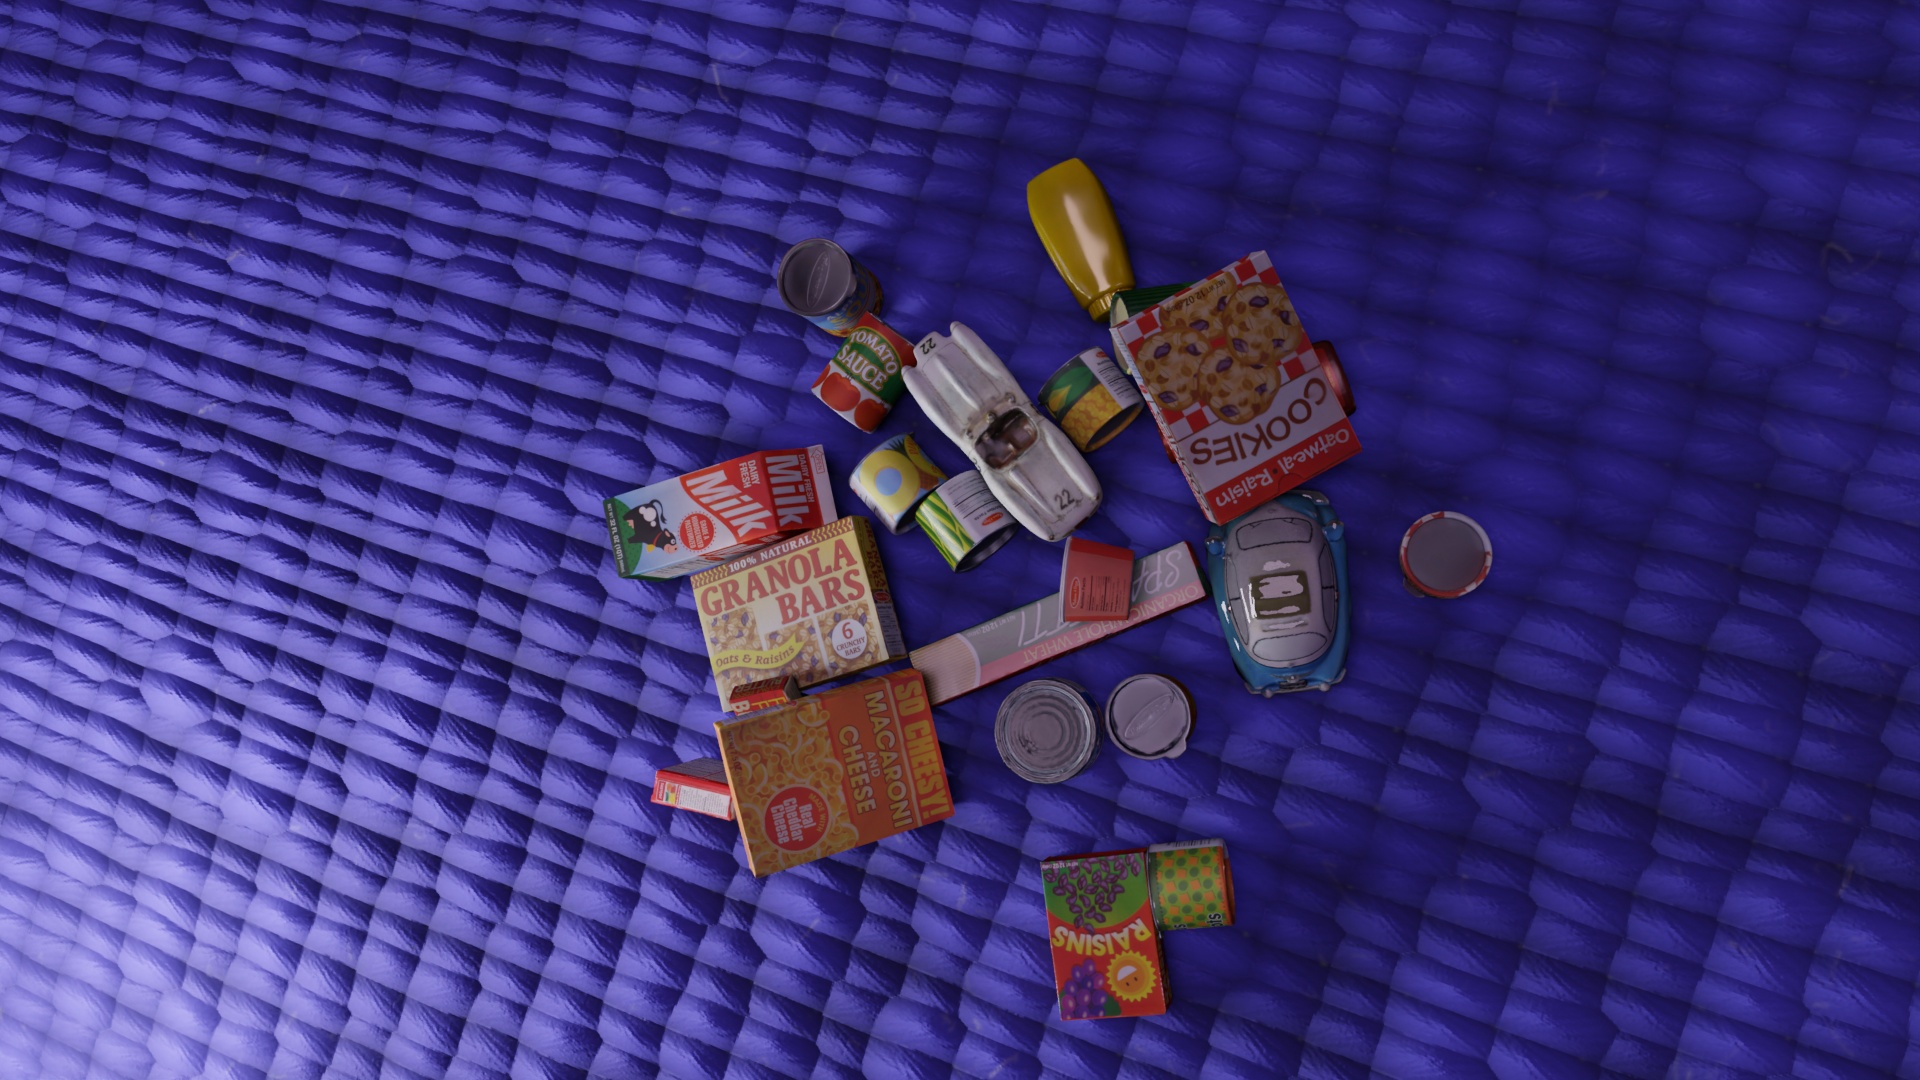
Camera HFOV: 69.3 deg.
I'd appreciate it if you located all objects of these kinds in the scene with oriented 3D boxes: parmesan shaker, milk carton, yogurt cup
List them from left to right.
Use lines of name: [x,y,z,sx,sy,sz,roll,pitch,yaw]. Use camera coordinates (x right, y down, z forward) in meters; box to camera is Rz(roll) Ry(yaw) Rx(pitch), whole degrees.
milk carton: [-0.199,-0.024,1.187,0.190,0.073,0.072,-15,81,13]
yogurt cup: [0.106,0.032,1.074,0.054,0.072,0.072,5,87,8]
parmesan shaker: [0.174,-0.171,1.084,0.103,0.071,0.071,-9,83,-8]

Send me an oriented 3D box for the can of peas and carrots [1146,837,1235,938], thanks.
can of peas and carrots: [0.177,0.266,1.063,0.059,0.071,0.071,-9,83,14]

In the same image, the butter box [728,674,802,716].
butter box: [-0.147,0.160,1.153,0.053,0.024,0.103,-14,118,17]

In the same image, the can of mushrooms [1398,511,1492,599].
can of mushrooms: [0.365,0.013,1.052,0.071,0.033,0.071,-1,85,14]

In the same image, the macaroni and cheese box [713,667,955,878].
macaroni and cheese box: [-0.100,0.183,1.110,0.167,0.040,0.123,-14,95,-16]

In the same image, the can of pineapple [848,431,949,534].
can of pineapple: [-0.048,-0.048,1.152,0.071,0.071,0.058,-44,77,8]

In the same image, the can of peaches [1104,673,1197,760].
can of peaches: [0.151,0.138,1.086,0.071,0.058,0.071,-1,85,14]

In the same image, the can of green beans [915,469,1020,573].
can of green beans: [0.005,-0.016,1.135,0.071,0.071,0.058,-39,76,9]

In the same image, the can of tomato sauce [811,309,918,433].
can of tomato sauce: [-0.076,-0.141,1.166,0.071,0.071,0.083,39,96,15]

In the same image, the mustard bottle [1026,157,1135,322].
mustard bottle: [0.107,-0.230,1.136,0.065,0.049,0.160,-24,81,15]

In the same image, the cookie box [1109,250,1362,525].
cookie box: [0.205,-0.112,1.035,0.123,0.040,0.167,-28,98,0]

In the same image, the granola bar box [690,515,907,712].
granola bar box: [-0.137,0.063,1.168,0.165,0.039,0.124,-20,80,22]

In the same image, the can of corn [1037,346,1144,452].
can of corn: [0.104,-0.111,1.118,0.071,0.071,0.058,-40,77,9]

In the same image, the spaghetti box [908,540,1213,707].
spaghetti box: [0.079,0.069,1.127,0.250,0.028,0.050,-23,79,12]

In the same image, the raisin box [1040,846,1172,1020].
raisin box: [0.114,0.308,1.091,0.086,0.040,0.123,-9,81,13]

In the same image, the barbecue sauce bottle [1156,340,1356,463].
barbecue sauce bottle: [0.230,-0.103,1.094,0.148,0.044,0.065,-21,85,13]

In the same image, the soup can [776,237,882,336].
soup can: [-0.106,-0.211,1.173,0.071,0.084,0.071,-1,85,15]
